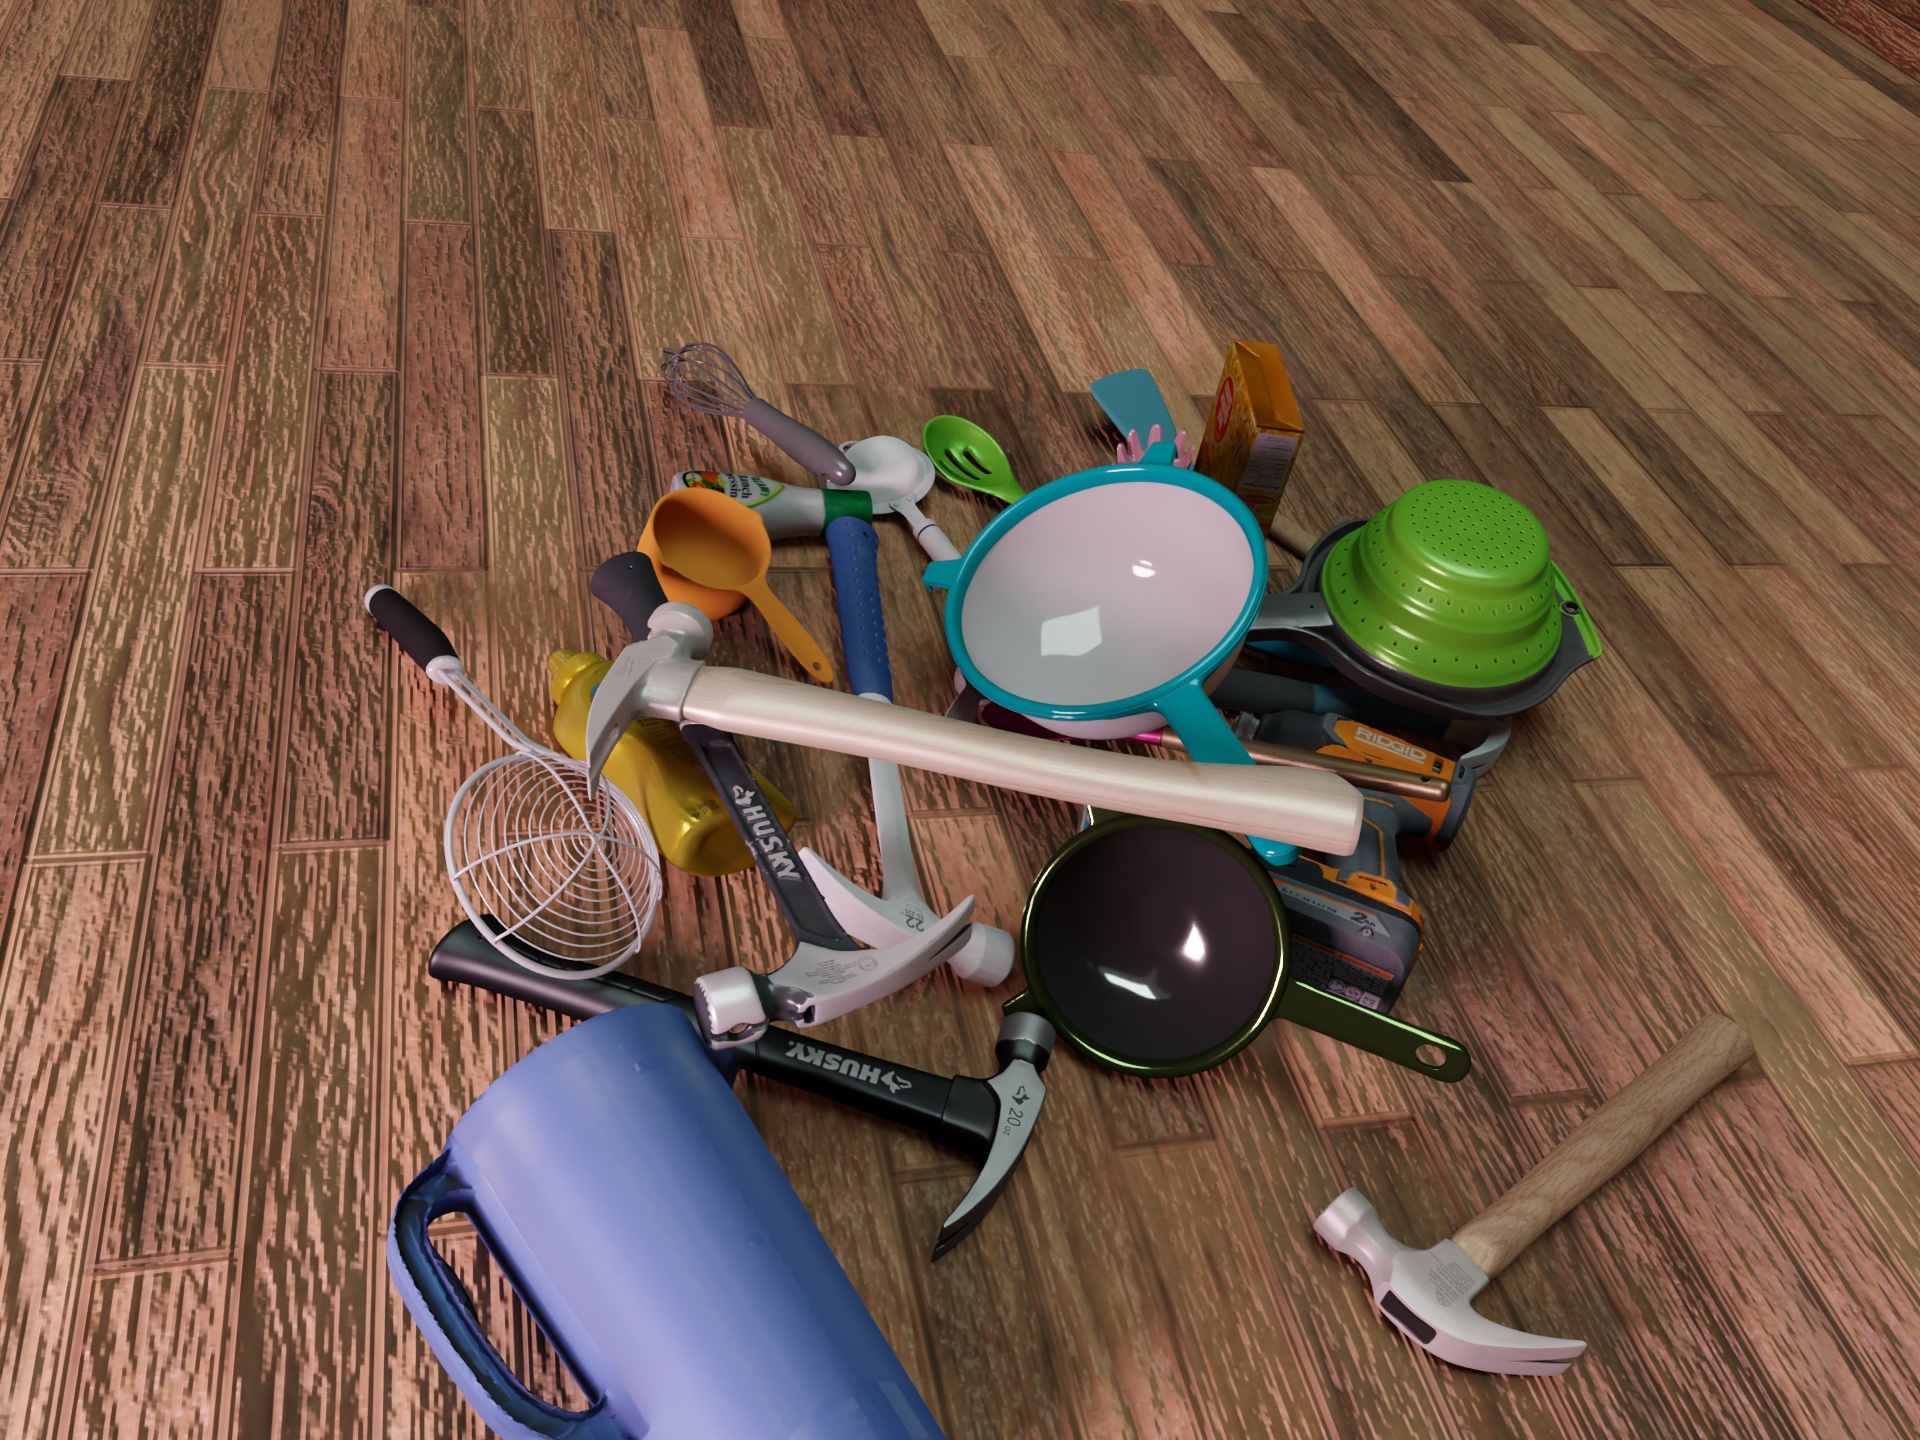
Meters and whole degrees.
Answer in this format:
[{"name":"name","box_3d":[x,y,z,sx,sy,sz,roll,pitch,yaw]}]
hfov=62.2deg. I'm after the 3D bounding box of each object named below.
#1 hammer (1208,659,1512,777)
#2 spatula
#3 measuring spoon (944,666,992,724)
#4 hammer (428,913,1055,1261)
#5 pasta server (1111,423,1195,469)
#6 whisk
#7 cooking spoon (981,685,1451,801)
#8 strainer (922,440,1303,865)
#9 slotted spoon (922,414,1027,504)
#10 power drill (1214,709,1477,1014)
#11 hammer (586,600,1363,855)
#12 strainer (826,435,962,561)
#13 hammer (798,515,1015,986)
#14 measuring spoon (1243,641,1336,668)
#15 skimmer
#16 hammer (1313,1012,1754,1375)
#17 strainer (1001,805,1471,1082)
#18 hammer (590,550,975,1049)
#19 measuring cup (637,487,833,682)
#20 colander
[{"name":"hammer","box_3d":[0.239,-0.017,1.148,0.331,0.033,0.128,7,42,-7]},{"name":"spatula","box_3d":[0.238,-0.191,1.324,0.318,0.044,0.082,41,43,25]},{"name":"measuring spoon","box_3d":[-0.002,-0.003,1.060,0.034,0.018,0.124,42,27,-9]},{"name":"hammer","box_3d":[-0.122,0.174,0.846,0.335,0.035,0.146,17,42,4]},{"name":"pasta server","box_3d":[0.099,-0.122,1.188,0.060,0.040,0.316,18,47,20]},{"name":"whisk","box_3d":[-0.160,-0.240,1.249,0.055,0.055,0.239,-25,48,-35]},{"name":"cooking spoon","box_3d":[0.156,0.015,1.028,0.319,0.017,0.069,11,41,30]},{"name":"strainer","box_3d":[0.126,-0.020,1.002,0.211,0.095,0.341,-28,50,-1]},{"name":"slotted spoon","box_3d":[0.082,-0.142,1.244,0.070,0.031,0.314,-27,58,-36]},{"name":"power drill","box_3d":[0.230,0.075,1.014,0.164,0.084,0.226,22,39,12]},{"name":"hammer","box_3d":[0.008,0.023,0.852,0.410,0.038,0.146,11,37,5]},{"name":"strainer","box_3d":[-0.029,-0.152,1.216,0.087,0.050,0.259,-26,57,-16]},{"name":"hammer","box_3d":[-0.059,-0.007,1.031,0.144,0.035,0.406,23,33,-27]},{"name":"measuring spoon","box_3d":[0.233,-0.065,1.203,0.128,0.021,0.042,15,42,4]},{"name":"skimmer","box_3d":[-0.290,0.020,0.937,0.127,0.090,0.364,11,17,-44]},{"name":"hammer","box_3d":[0.352,0.250,0.893,0.331,0.031,0.130,-22,53,-33]},{"name":"strainer","box_3d":[0.161,0.141,0.904,0.256,0.151,0.069,21,8,7]},{"name":"hammer","box_3d":[-0.132,0.016,0.897,0.149,0.036,0.409,-12,40,-22]},{"name":"measuring cup","box_3d":[-0.155,-0.081,1.106,0.173,0.052,0.095,49,48,6]},{"name":"colander","box_3d":[0.272,-0.100,1.125,0.397,0.094,0.205,-3,49,-9]}]
